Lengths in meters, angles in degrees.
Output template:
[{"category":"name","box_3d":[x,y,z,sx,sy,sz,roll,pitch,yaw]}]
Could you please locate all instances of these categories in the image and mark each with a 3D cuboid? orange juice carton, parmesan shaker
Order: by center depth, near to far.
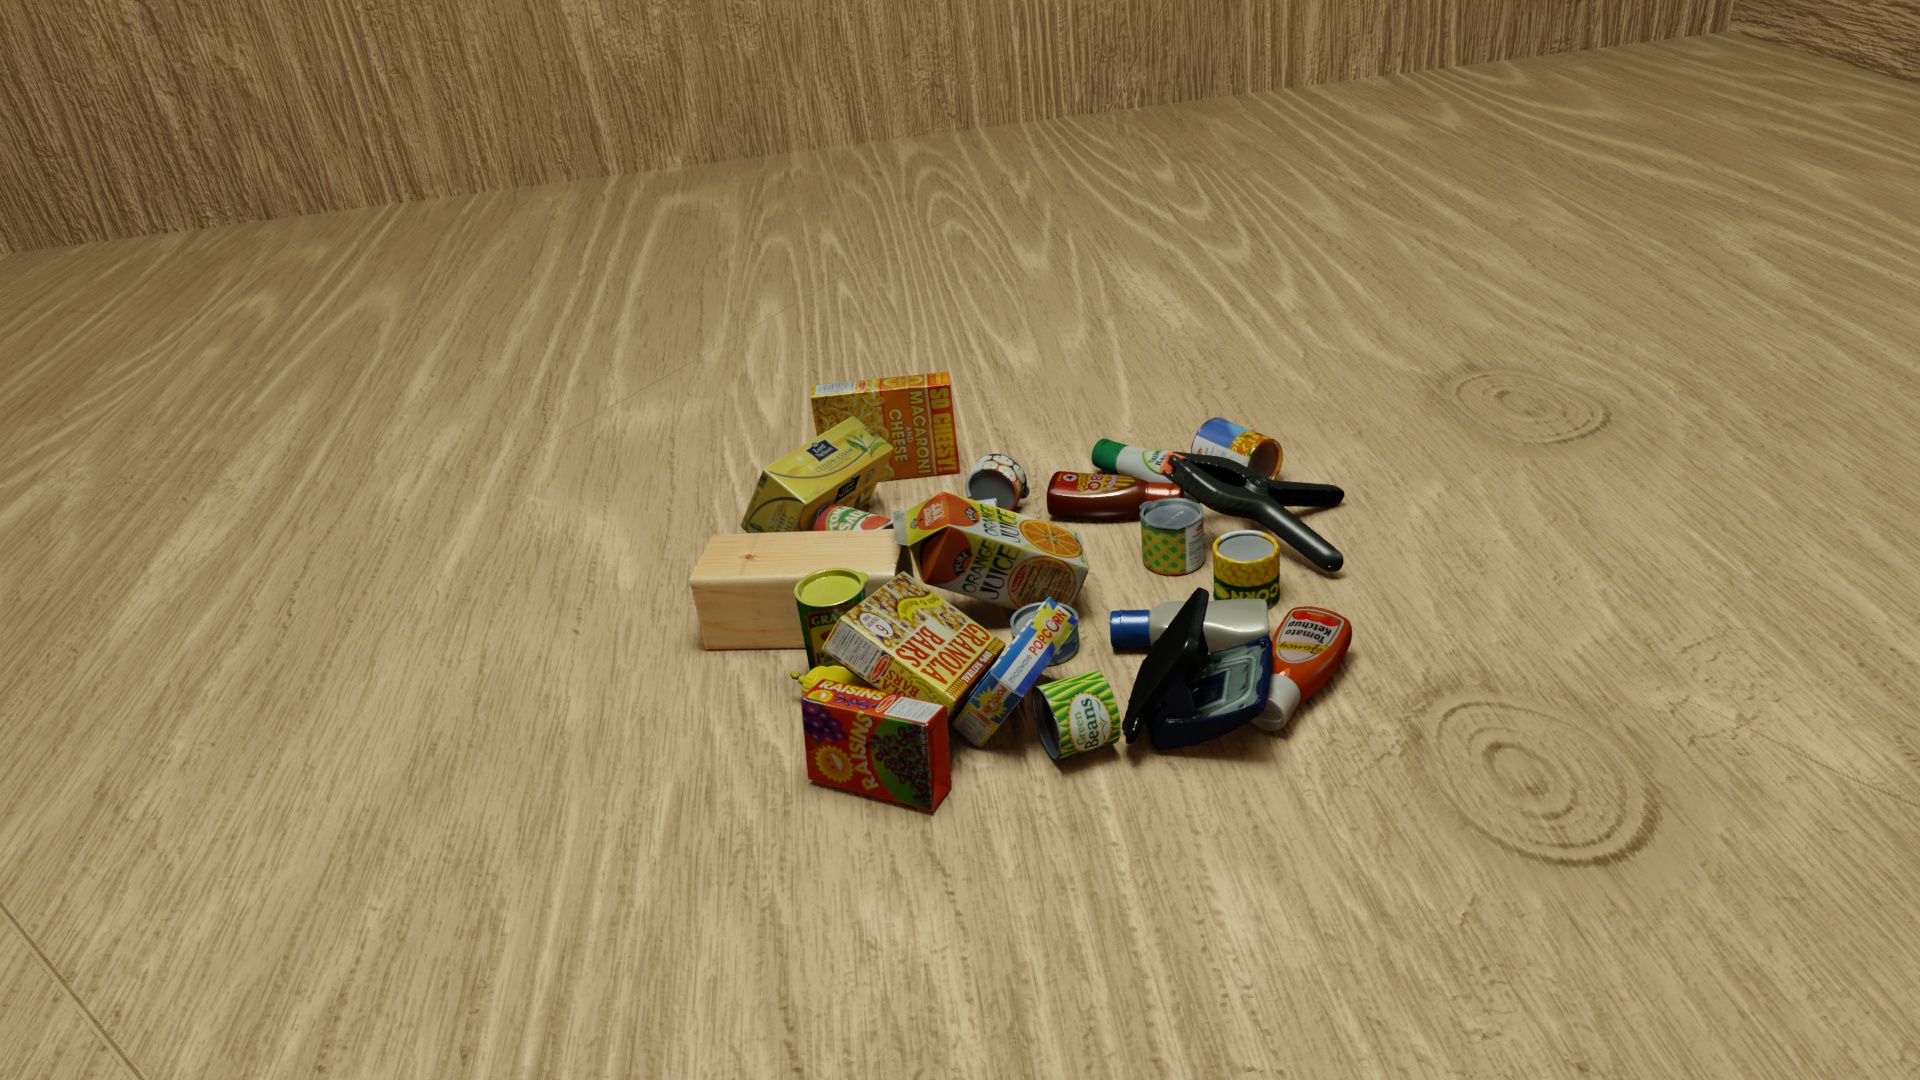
[{"category":"parmesan shaker","box_3d":[-0.114,0.086,1.322,0.071,0.102,0.071,-5,30,3]},{"category":"orange juice carton","box_3d":[0.024,0.012,1.378,0.193,0.072,0.072,16,27,-13]}]

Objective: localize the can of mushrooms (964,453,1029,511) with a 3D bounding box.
[{"category":"can of mushrooms","box_3d":[0.042,-0.062,1.588,0.071,0.070,0.034,5,32,20]}]

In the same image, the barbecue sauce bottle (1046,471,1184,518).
[{"category":"barbecue sauce bottle","box_3d":[0.175,-0.050,1.560,0.148,0.043,0.065,4,30,17]}]

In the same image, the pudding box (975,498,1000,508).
[{"category":"pudding box","box_3d":[0.006,-0.019,1.555,0.084,0.030,0.050,-9,31,-4]}]

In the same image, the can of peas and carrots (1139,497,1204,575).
[{"category":"can of peas and carrots","box_3d":[0.220,-0.005,1.458,0.071,0.058,0.071,-5,29,3]}]

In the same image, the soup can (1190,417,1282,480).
[{"category":"soup can","box_3d":[0.319,-0.100,1.595,0.071,0.071,0.084,-25,35,-29]}]

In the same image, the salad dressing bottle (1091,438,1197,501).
[{"category":"salad dressing bottle","box_3d":[0.220,-0.085,1.611,0.148,0.043,0.064,20,44,38]}]

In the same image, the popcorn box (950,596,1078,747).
[{"category":"popcorn box","box_3d":[0.049,0.118,1.247,0.038,0.084,0.127,37,41,5]}]

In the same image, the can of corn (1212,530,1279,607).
[{"category":"can of corn","box_3d":[0.285,0.031,1.382,0.071,0.058,0.071,-5,29,3]}]

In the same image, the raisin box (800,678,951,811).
[{"category":"raisin box","box_3d":[-0.072,0.173,1.178,0.123,0.085,0.040,9,27,25]}]

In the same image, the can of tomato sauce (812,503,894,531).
[{"category":"can of tomato sauce","box_3d":[-0.110,-0.001,1.505,0.083,0.070,0.071,16,36,33]}]

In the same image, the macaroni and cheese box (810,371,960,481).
[{"category":"macaroni and cheese box","box_3d":[-0.089,-0.135,1.681,0.166,0.123,0.040,-6,31,1]}]

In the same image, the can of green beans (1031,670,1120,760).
[{"category":"can of green beans","box_3d":[0.100,0.151,1.202,0.058,0.071,0.071,-13,30,-13]}]

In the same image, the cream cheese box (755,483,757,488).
[{"category":"cream cheese box","box_3d":[-0.217,-0.038,1.637,0.053,0.024,0.104,-7,30,0]}]

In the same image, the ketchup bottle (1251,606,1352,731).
[{"category":"ketchup bottle","box_3d":[0.300,0.115,1.248,0.065,0.043,0.149,12,35,29]}]

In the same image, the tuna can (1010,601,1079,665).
[{"category":"tuna can","box_3d":[0.080,0.091,1.344,0.071,0.032,0.071,-5,30,3]}]

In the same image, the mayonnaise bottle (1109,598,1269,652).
[{"category":"mayonnaise bottle","box_3d":[0.218,0.083,1.324,0.148,0.041,0.065,-2,28,11]}]

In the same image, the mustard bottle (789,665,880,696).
[{"category":"mustard bottle","box_3d":[-0.096,0.147,1.266,0.160,0.048,0.065,18,34,36]}]

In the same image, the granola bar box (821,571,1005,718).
[{"category":"granola bar box","box_3d":[-0.039,0.096,1.254,0.124,0.039,0.166,35,20,7]}]
